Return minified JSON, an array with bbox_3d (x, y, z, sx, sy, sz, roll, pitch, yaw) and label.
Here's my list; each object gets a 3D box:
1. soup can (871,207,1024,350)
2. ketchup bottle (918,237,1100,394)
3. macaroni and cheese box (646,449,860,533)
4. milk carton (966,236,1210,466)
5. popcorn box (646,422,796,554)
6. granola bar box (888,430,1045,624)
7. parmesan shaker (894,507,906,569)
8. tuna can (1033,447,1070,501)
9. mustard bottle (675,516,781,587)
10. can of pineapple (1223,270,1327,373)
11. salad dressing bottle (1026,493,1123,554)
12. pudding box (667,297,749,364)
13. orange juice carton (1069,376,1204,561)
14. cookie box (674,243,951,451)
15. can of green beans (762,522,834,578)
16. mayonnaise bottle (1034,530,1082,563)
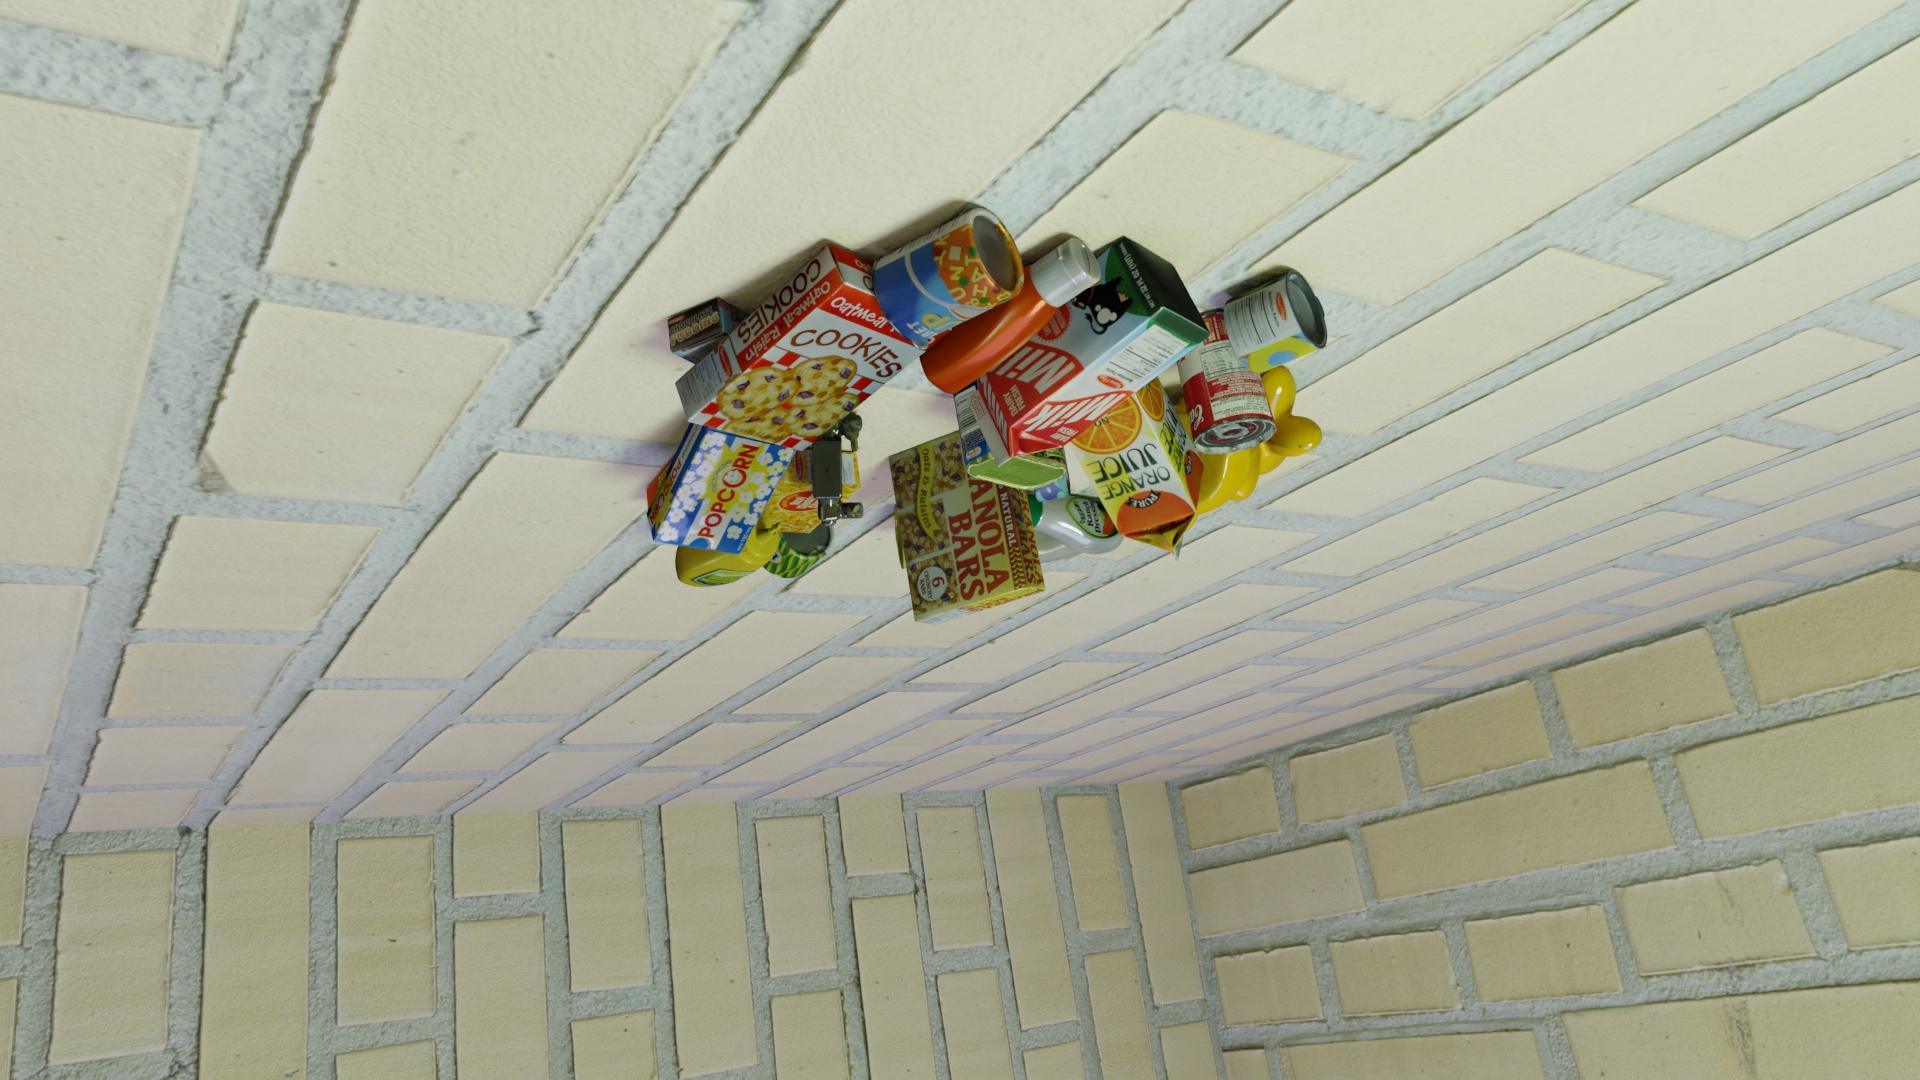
[{"bbox_3d":[-0.007,-0.179,0.955,0.083,0.071,0.071,-21,158,31],"label":"soup can"},{"bbox_3d":[0.035,-0.169,1.025,0.148,0.065,0.043,-30,138,32],"label":"ketchup bottle"},{"bbox_3d":[-0.196,-0.048,1.309,0.167,0.040,0.123,2,158,-30],"label":"macaroni and cheese box"},{"bbox_3d":[0.085,-0.136,1.056,0.190,0.072,0.073,-38,150,27],"label":"milk carton"},{"bbox_3d":[-0.208,-0.051,1.204,0.085,0.038,0.126,10,125,-35],"label":"popcorn box"},{"bbox_3d":[0.005,-0.016,1.298,0.124,0.166,0.039,-19,161,28],"label":"granola bar box"},{"bbox_3d":[-0.015,-0.009,1.474,0.103,0.071,0.071,-7,161,-8],"label":"parmesan shaker"},{"bbox_3d":[0.084,-0.070,1.328,0.033,0.071,0.071,-10,161,8],"label":"tuna can"},{"bbox_3d":[-0.214,0.008,1.319,0.065,0.049,0.159,4,164,-37],"label":"mustard bottle"},{"bbox_3d":[0.251,-0.172,1.102,0.057,0.071,0.071,-21,158,34],"label":"can of pineapple"},{"bbox_3d":[0.108,-0.023,1.497,0.148,0.064,0.043,12,142,-30],"label":"salad dressing bottle"},{"bbox_3d":[-0.174,-0.147,1.040,0.049,0.030,0.083,-19,159,24],"label":"pudding box"},{"bbox_3d":[0.148,-0.075,1.167,0.073,0.072,0.192,-18,118,27],"label":"orange juice carton"},{"bbox_3d":[-0.107,-0.137,1.021,0.167,0.040,0.123,-36,153,26],"label":"cookie box"},{"bbox_3d":[-0.170,-0.001,1.419,0.071,0.071,0.057,3,157,-32],"label":"can of green beans"},{"bbox_3d":[0.107,0.001,1.597,0.148,0.041,0.064,-11,163,5],"label":"mayonnaise bottle"}]
